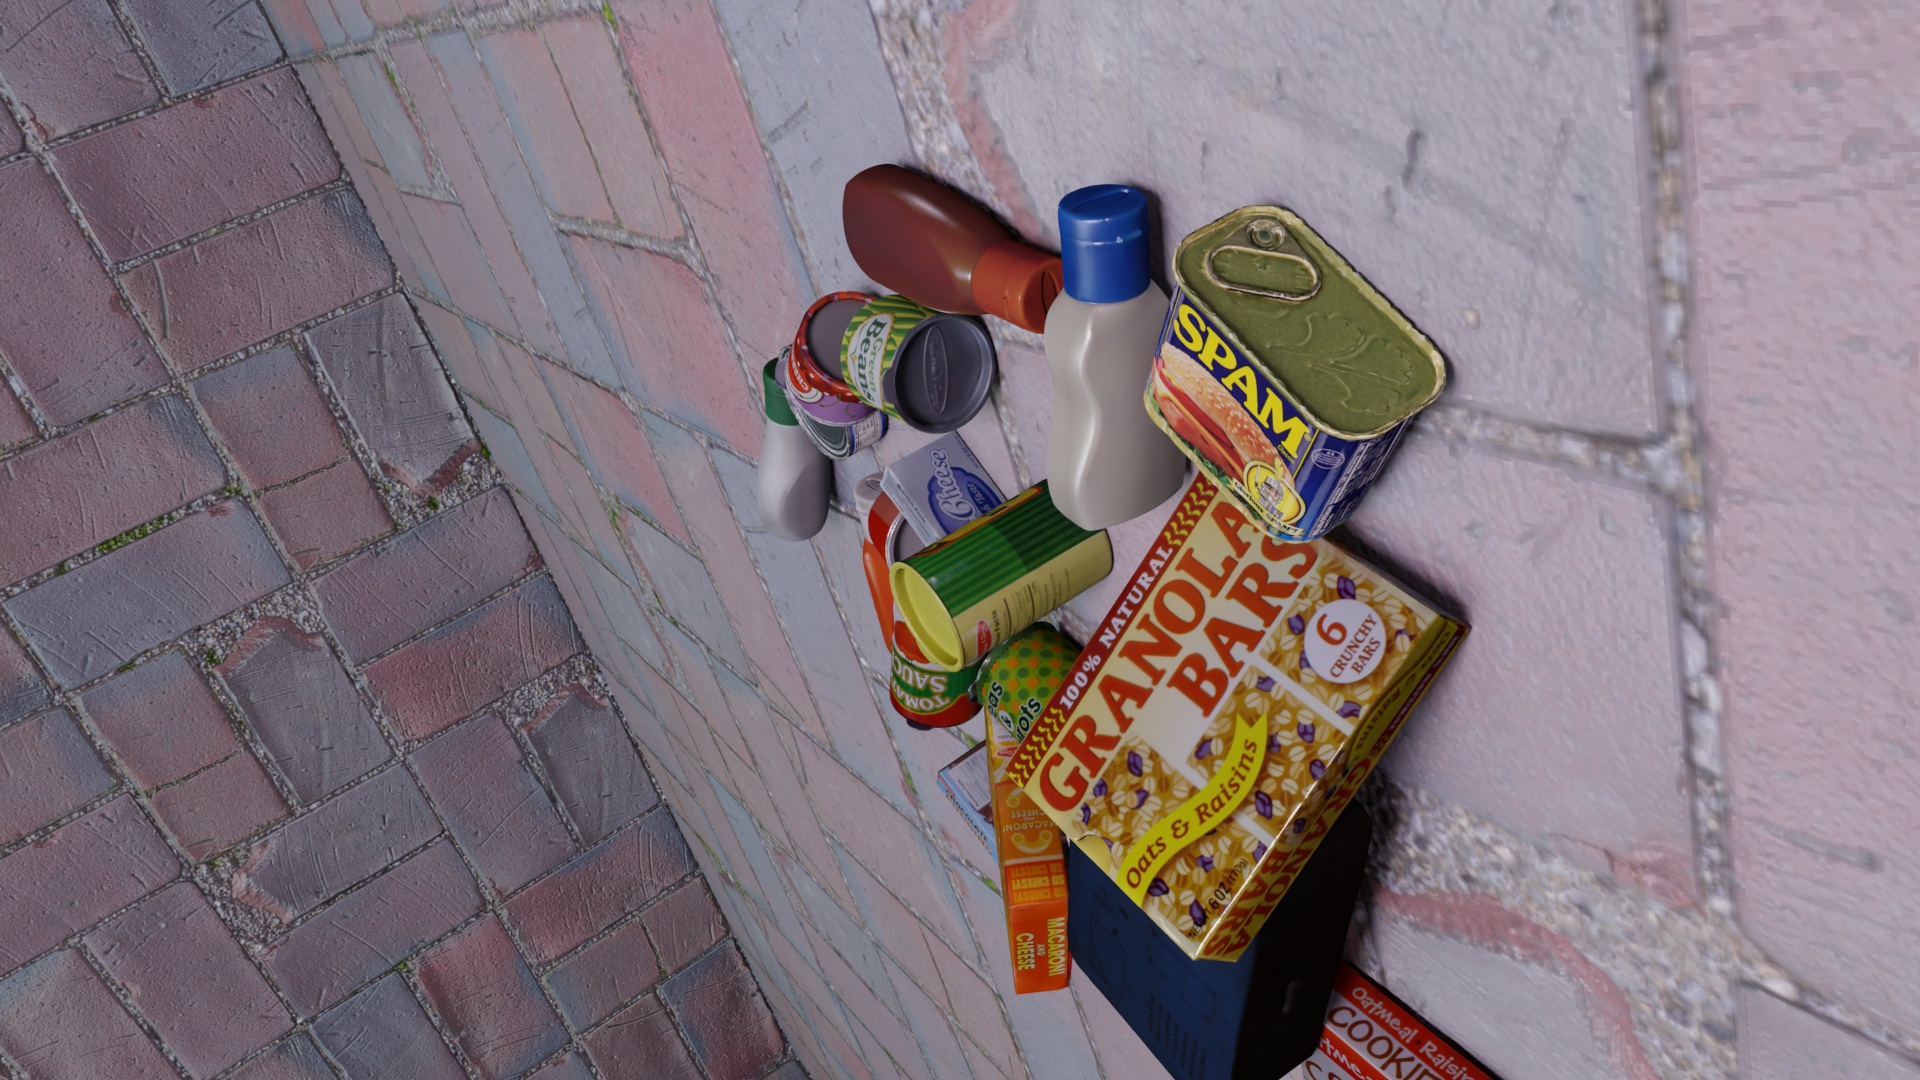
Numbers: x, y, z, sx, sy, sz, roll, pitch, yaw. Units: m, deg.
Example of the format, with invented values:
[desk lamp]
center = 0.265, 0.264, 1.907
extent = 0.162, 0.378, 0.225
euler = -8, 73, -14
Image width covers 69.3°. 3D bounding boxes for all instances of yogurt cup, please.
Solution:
[yogurt cup]
center = -0.024, -0.006, 0.879
extent = 0.054, 0.072, 0.072
euler = 37, 150, 59

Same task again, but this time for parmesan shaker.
[parmesan shaker]
center = 0.022, 0.019, 0.754
extent = 0.071, 0.103, 0.071
euler = 46, 154, 31

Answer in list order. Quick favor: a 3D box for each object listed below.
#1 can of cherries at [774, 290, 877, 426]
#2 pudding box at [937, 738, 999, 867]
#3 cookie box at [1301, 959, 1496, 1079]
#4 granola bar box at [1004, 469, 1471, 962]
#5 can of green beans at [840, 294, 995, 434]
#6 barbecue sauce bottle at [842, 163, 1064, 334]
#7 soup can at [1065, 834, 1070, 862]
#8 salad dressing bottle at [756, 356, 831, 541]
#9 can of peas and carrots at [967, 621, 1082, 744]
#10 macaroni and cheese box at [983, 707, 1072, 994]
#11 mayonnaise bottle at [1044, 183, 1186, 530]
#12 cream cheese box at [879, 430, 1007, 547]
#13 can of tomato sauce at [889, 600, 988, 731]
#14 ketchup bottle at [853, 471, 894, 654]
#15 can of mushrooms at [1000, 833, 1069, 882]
[can of cherries]
center = -0.072, -0.109, 0.838
extent = 0.071, 0.072, 0.058
euler = 57, 158, 5
[pudding box]
center = 0.025, 0.198, 1.046
extent = 0.084, 0.050, 0.030
euler = 49, 157, 24
[cookie box]
center = 0.243, 0.320, 0.747
extent = 0.123, 0.040, 0.166
euler = 33, 147, 49
[granola bar box]
center = 0.107, 0.068, 0.573
extent = 0.039, 0.165, 0.124
euler = 22, -166, -48
[can of green beans]
center = -0.024, -0.097, 0.756
extent = 0.058, 0.071, 0.071
euler = 30, 144, 51
[barbecue sauce bottle]
center = -0.002, -0.140, 0.686
extent = 0.149, 0.044, 0.064
euler = 35, 148, 45
[soup can]
center = 0.103, 0.203, 0.867
extent = 0.071, 0.071, 0.083
euler = 40, 150, 40
[salad dressing bottle]
center = -0.124, -0.067, 1.024
extent = 0.044, 0.064, 0.146
euler = 26, 136, 23
[can of peas and carrots]
center = 0.049, 0.093, 0.832
extent = 0.059, 0.071, 0.070
euler = 42, 152, 35
[macaroni and cheese box]
center = 0.043, 0.190, 0.906
extent = 0.123, 0.040, 0.167
euler = 85, 178, -48
[mayonnaise bottle]
center = 0.065, -0.078, 0.600
extent = 0.041, 0.065, 0.147
euler = 41, 148, 46
[cream cheese box]
center = 0.003, -0.010, 0.825
extent = 0.104, 0.053, 0.024
euler = 54, 155, 13
[can of tomato sauce]
center = -0.015, 0.074, 0.930
extent = 0.071, 0.071, 0.082
euler = 41, 140, 39
[ketchup bottle]
center = -0.041, 0.022, 0.974
extent = 0.065, 0.044, 0.148
euler = 28, 143, 42
[can of mushrooms]
center = 0.066, 0.240, 0.996
extent = 0.033, 0.071, 0.071
euler = 62, 158, -5
